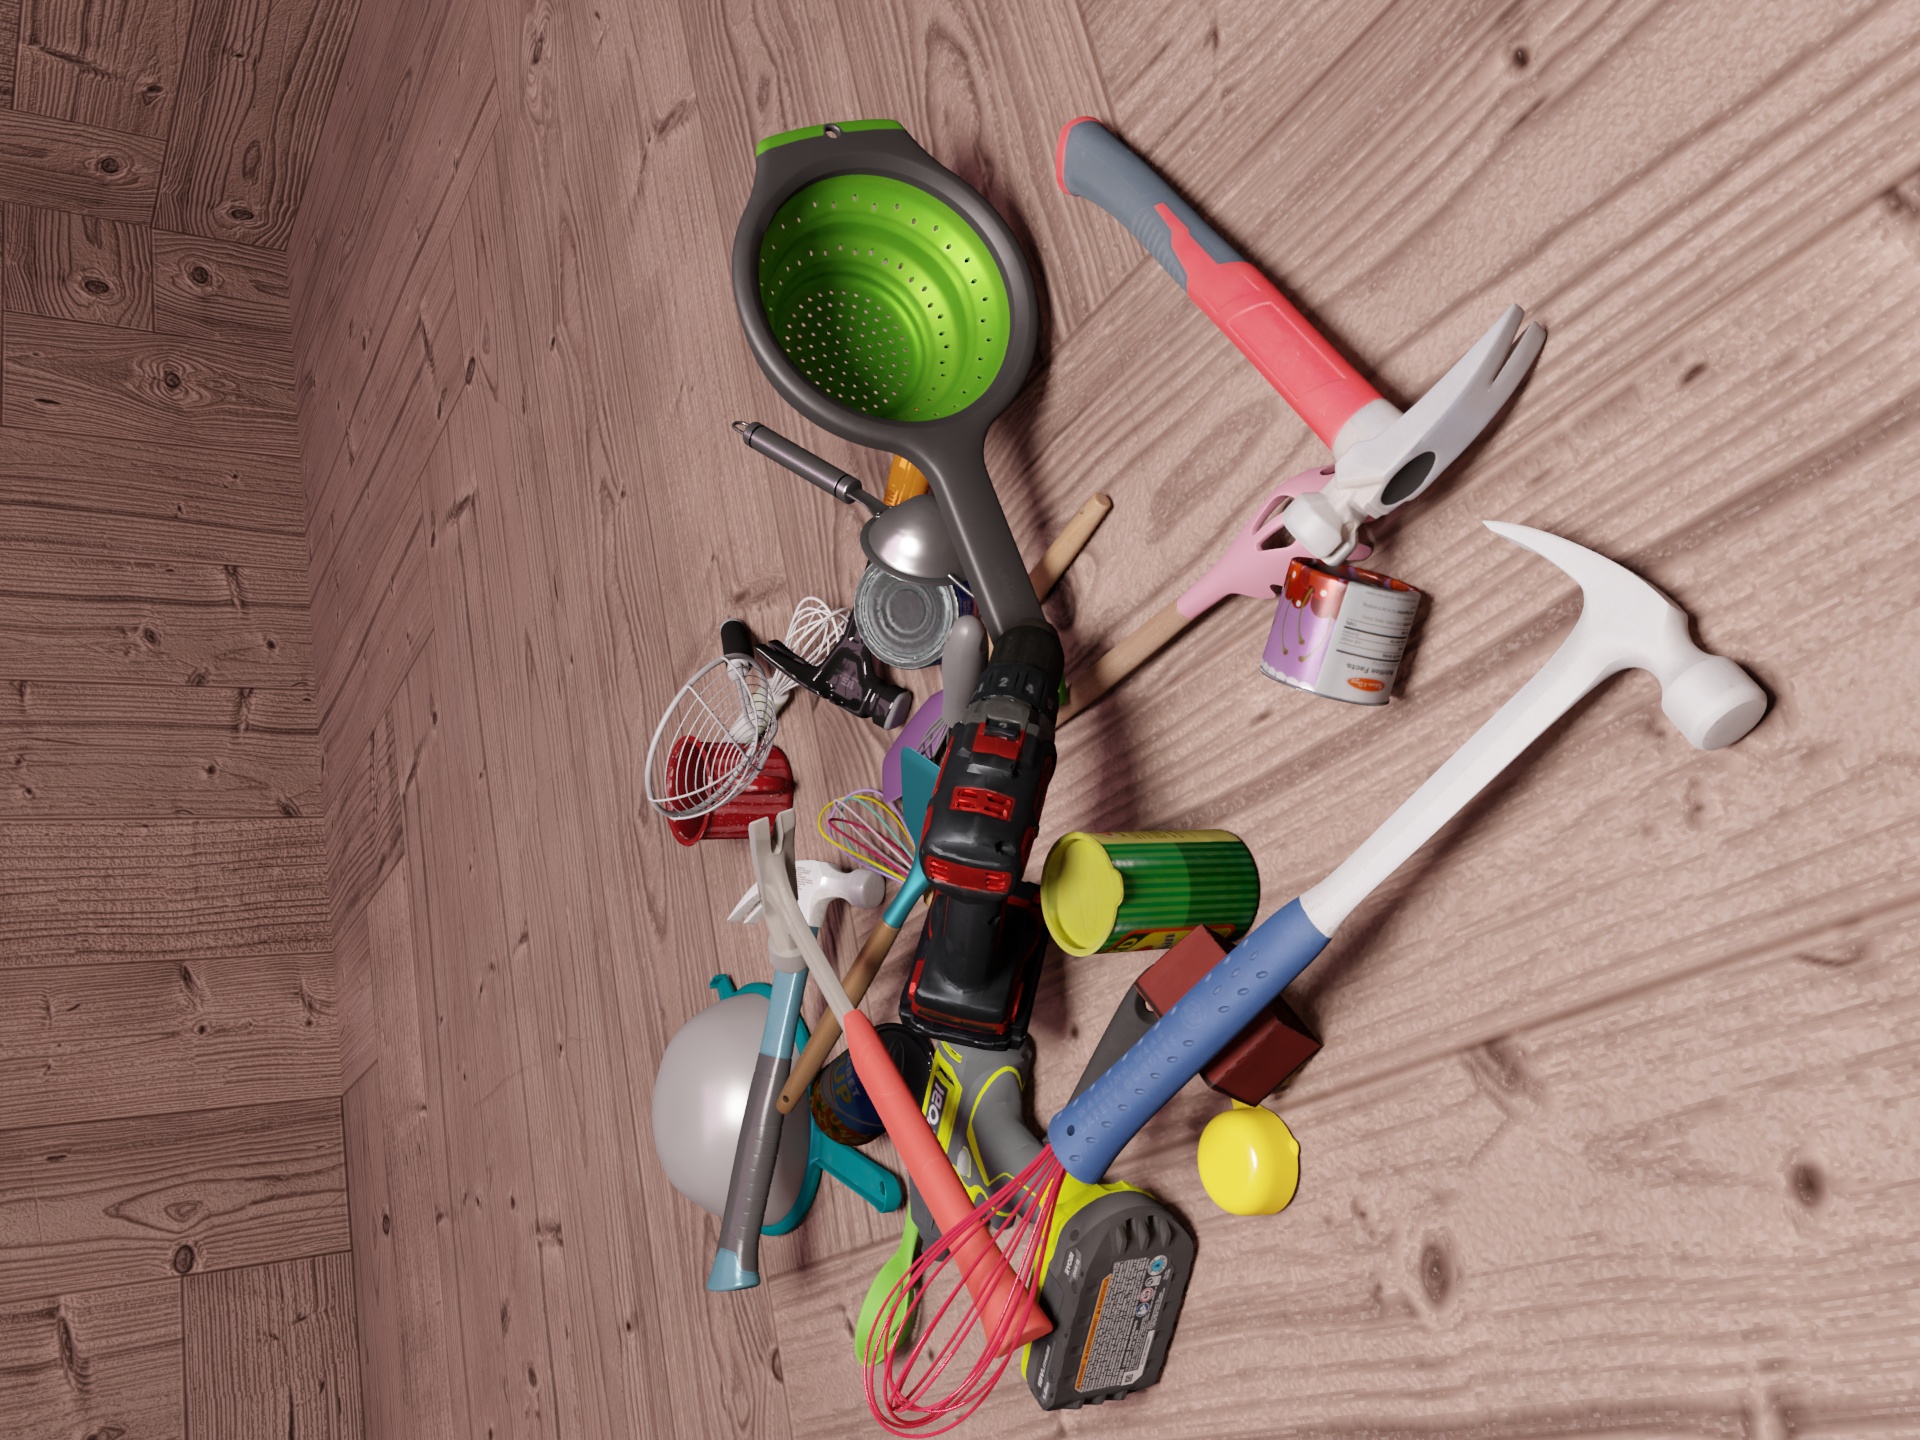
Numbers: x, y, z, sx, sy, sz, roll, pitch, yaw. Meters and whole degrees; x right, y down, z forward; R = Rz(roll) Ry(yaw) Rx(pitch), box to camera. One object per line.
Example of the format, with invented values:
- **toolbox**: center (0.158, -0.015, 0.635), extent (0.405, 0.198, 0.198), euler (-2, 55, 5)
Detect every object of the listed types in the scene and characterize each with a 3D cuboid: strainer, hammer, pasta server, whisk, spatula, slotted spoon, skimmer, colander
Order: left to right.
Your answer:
- **skimmer**: center (-0.199, -0.031, 1.246), extent (0.364, 0.090, 0.127), euler (-119, 46, -68)
- **strainer**: center (-0.168, 0.334, 1.280), extent (0.340, 0.095, 0.211), euler (8, 95, 58)
- **hammer**: center (-0.143, 0.269, 1.213), extent (0.128, 0.033, 0.331), euler (5, 81, 36)
- **whisk**: center (-0.151, -0.028, 1.319), extent (0.058, 0.059, 0.246), euler (52, 141, 7)
- **strainer**: center (-0.073, -0.158, 1.099), extent (0.259, 0.087, 0.050), euler (33, 136, 30)
- **spatula**: center (-0.066, 0.161, 1.104), extent (0.082, 0.044, 0.317), euler (37, 114, 19)
- **hammer**: center (-0.046, 0.219, 0.975), extent (0.359, 0.036, 0.149), euler (54, 156, 39)
- **hammer**: center (-0.046, -0.166, 1.141), extent (0.127, 0.034, 0.336), euler (28, 111, 19)
- **colander**: center (-0.030, -0.183, 1.027), extent (0.094, 0.204, 0.397), euler (-30, 80, 64)
- **whisk**: center (-0.032, 0.115, 1.134), extent (0.245, 0.047, 0.051), euler (37, 118, 47)
- **slotted spoon**: center (-0.021, 0.321, 1.120), extent (0.070, 0.031, 0.313), euler (-124, 47, -65)
- **whisk**: center (-0.003, -0.003, 1.013), extent (0.238, 0.055, 0.055), euler (97, 159, -64)
- **spatula**: center (0.015, -0.042, 1.088), extent (0.315, 0.018, 0.060), euler (-52, 31, 41)
- **whisk**: center (0.044, 0.251, 0.865), extent (0.296, 0.073, 0.073), euler (-53, 26, -22)
- **pasta server**: center (0.123, -0.053, 0.925), extent (0.316, 0.040, 0.060), euler (-41, 55, 53)
- **hammer**: center (0.152, -0.250, 0.863), extent (0.143, 0.038, 0.387), euler (-48, 44, 21)
- **hammer**: center (0.174, 0.082, 0.756), extent (0.405, 0.035, 0.144), euler (-50, 46, 26)

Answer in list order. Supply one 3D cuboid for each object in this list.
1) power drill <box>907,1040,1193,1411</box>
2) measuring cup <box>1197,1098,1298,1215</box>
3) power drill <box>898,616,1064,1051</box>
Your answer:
- **power drill**: center (0.039, 0.311, 0.990), extent (0.223, 0.080, 0.171), euler (36, 118, 56)
- **measuring cup**: center (0.141, 0.194, 0.877), extent (0.062, 0.029, 0.157), euler (-42, 54, 48)
- **power drill**: center (0.020, 0.068, 0.939), extent (0.226, 0.080, 0.188), euler (93, -170, -48)
